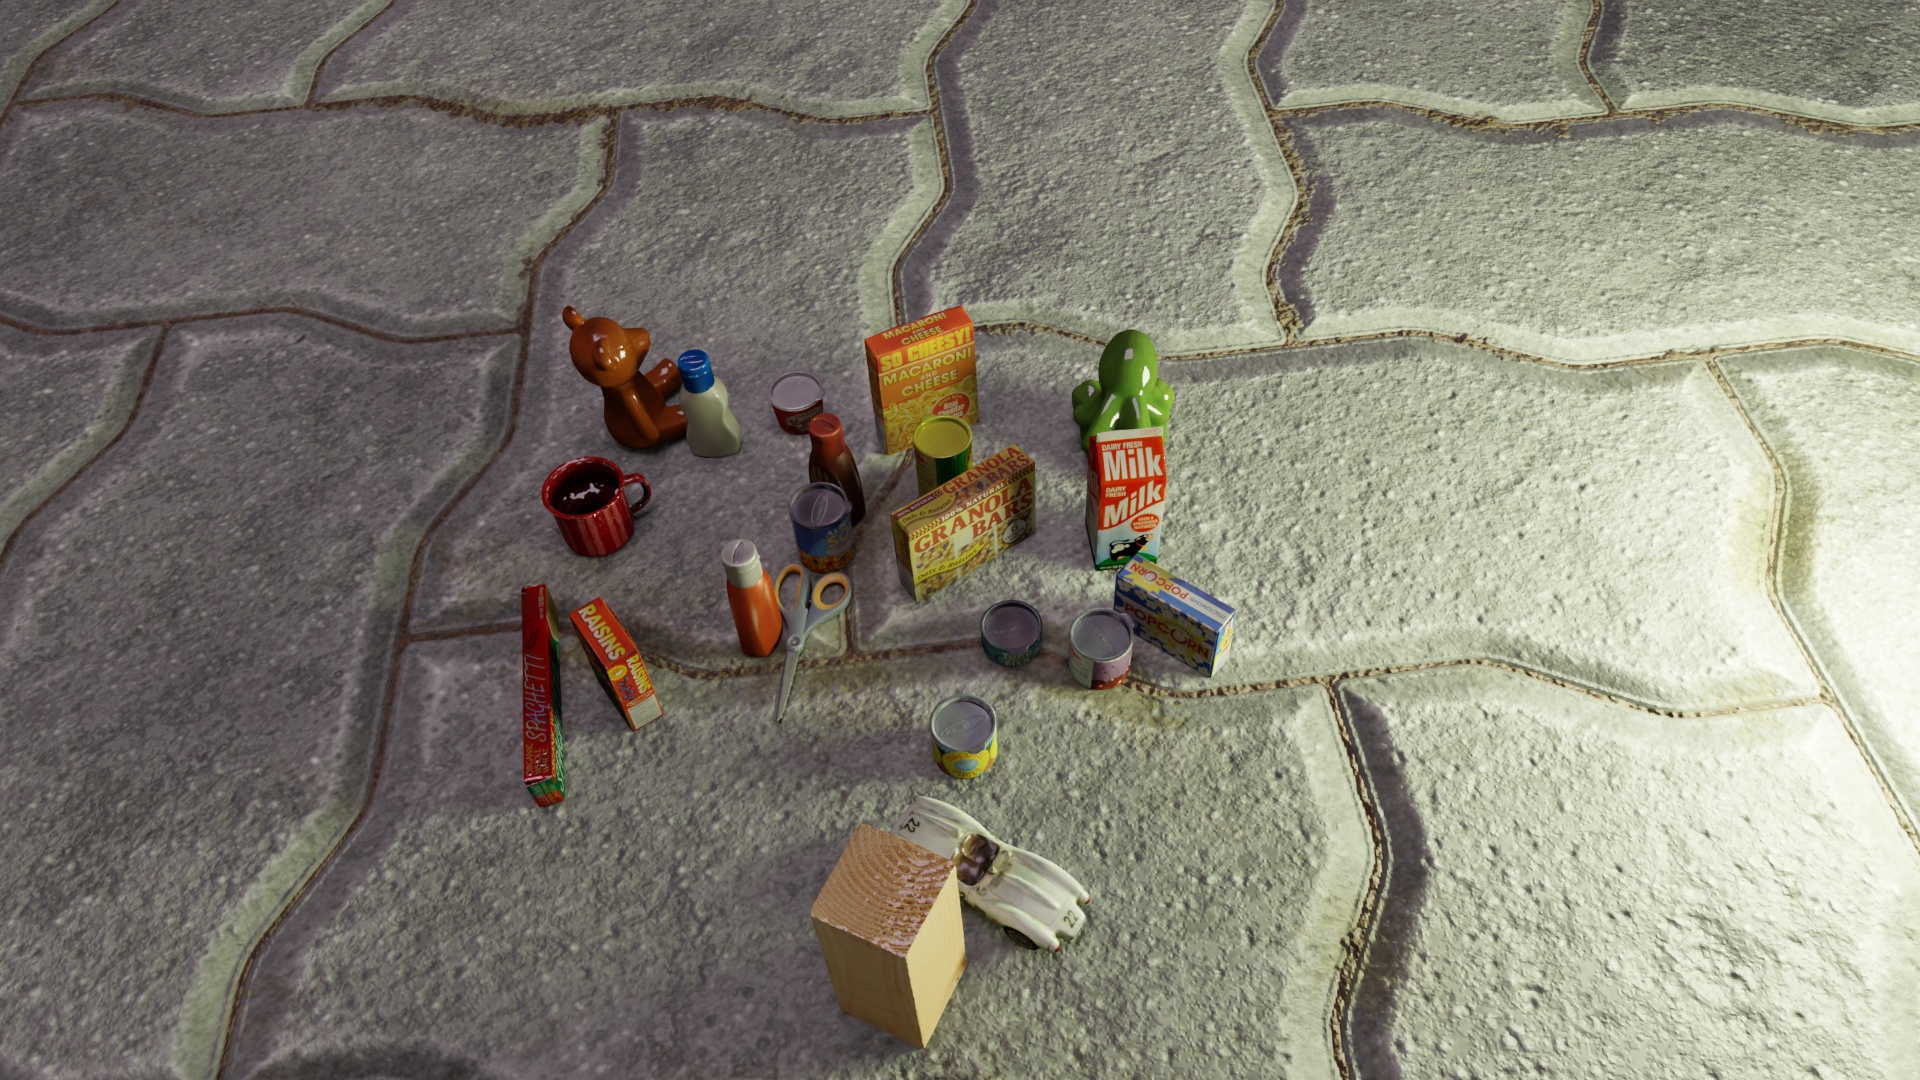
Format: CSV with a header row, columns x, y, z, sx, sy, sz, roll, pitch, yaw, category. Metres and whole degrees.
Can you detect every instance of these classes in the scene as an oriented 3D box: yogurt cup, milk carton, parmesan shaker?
x,y,z,sx,sy,sz,roll,pitch,yaw,category
-0.198,-0.166,1.695,0.072,0.053,0.073,-2,51,2,yogurt cup
0.177,-0.055,1.496,0.072,0.189,0.074,-7,51,-2,milk carton
-0.019,-0.087,1.589,0.071,0.102,0.072,-2,51,2,parmesan shaker

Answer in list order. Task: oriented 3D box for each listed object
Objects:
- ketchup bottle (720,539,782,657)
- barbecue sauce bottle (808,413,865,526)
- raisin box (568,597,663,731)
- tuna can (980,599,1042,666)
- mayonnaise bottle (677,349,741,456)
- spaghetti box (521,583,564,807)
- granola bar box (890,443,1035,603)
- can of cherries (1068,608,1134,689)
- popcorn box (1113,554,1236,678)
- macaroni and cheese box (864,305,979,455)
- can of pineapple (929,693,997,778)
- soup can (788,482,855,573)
x,y,z,sx,sy,sz,roll,pitch,yaw,category
-0.219,0.058,1.455,0.043,0.148,0.065,5,52,7,ketchup bottle
-0.144,-0.080,1.562,0.065,0.147,0.044,29,58,24,barbecue sauce bottle
-0.351,0.127,1.422,0.040,0.122,0.086,-30,56,-19,raisin box
0.055,0.101,1.478,0.071,0.032,0.071,-2,51,2,tuna can
-0.300,-0.160,1.636,0.065,0.147,0.041,-3,51,1,mayonnaise bottle
-0.437,0.157,1.450,0.029,0.050,0.251,-11,51,-6,spaghetti box
0.005,-0.019,1.520,0.166,0.123,0.039,-30,56,-20,granola bar box
0.148,0.113,1.447,0.071,0.058,0.072,-2,51,2,can of cherries
0.223,0.079,1.453,0.127,0.084,0.038,31,59,25,popcorn box
-0.044,-0.187,1.631,0.124,0.165,0.040,-22,53,-14,macaroni and cheese box
0.004,0.198,1.387,0.071,0.057,0.071,-2,51,2,can of pineapple
-0.151,-0.013,1.550,0.071,0.083,0.072,-2,51,2,soup can
